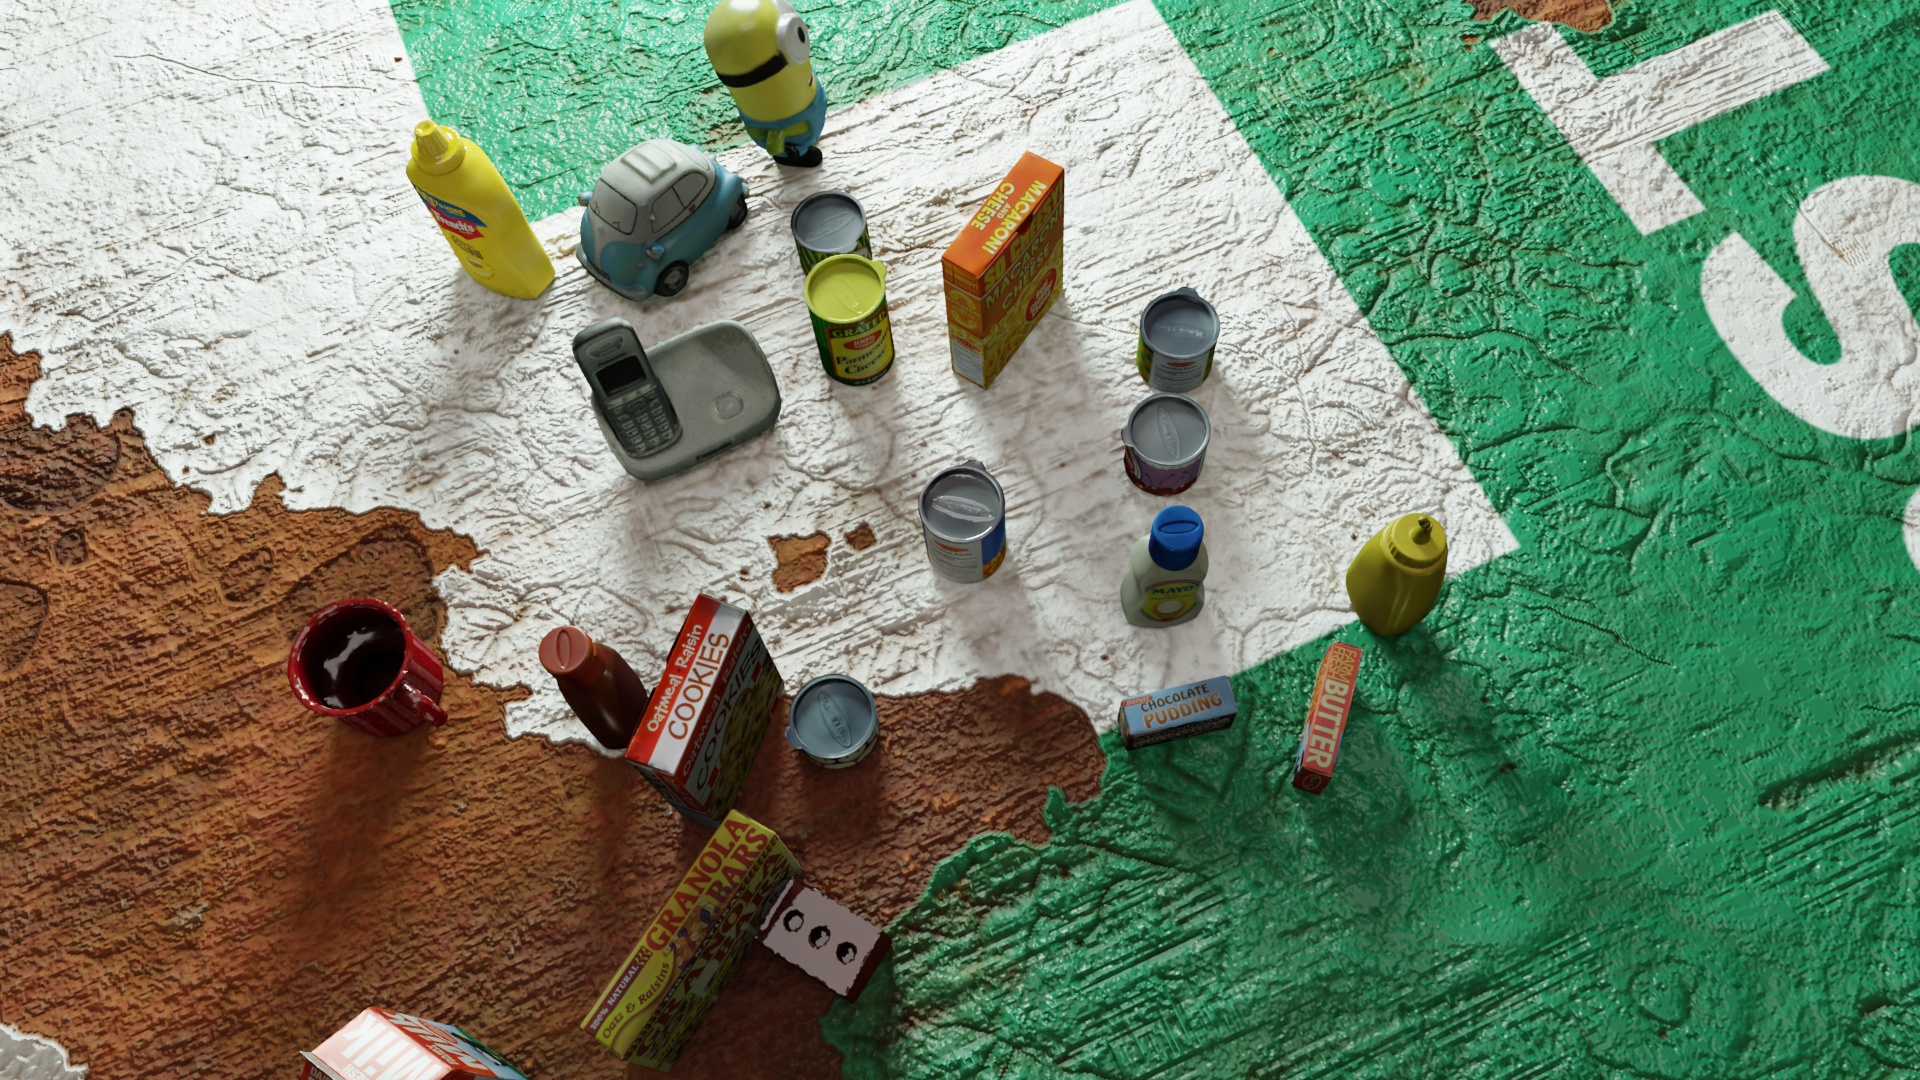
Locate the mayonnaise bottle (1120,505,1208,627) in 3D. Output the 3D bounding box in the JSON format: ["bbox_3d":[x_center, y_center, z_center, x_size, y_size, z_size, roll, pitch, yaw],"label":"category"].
[{"bbox_3d":[0.154,0.021,1.031,0.065,0.147,0.041,-6,66,0],"label":"mayonnaise bottle"}]

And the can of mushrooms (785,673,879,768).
[{"bbox_3d":[-0.097,0.138,1.052,0.071,0.033,0.071,-1,66,2],"label":"can of mushrooms"}]

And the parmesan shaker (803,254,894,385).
[{"bbox_3d":[-0.088,-0.183,1.160,0.071,0.102,0.071,-1,66,2],"label":"parmesan shaker"}]

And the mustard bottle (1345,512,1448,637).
[{"bbox_3d":[0.325,0.018,1.017,0.049,0.159,0.065,-27,67,-9],"label":"mustard bottle"}]

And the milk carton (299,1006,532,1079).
[{"bbox_3d":[-0.349,0.351,0.881,0.072,0.189,0.074,29,70,14],"label":"milk carton"}]

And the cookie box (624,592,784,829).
[{"bbox_3d":[-0.178,0.126,0.988,0.040,0.166,0.123,16,68,10],"label":"cookie box"}]

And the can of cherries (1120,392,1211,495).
[{"bbox_3d":[0.164,-0.077,1.124,0.071,0.058,0.072,-1,66,2],"label":"can of cherries"}]

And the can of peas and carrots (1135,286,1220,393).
[{"bbox_3d":[0.182,-0.167,1.164,0.071,0.058,0.071,-1,66,2],"label":"can of peas and carrots"}]

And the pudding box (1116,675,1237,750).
[{"bbox_3d":[0.161,0.129,1.035,0.084,0.049,0.030,-12,66,-3],"label":"pudding box"}]

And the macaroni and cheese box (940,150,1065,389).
[{"bbox_3d":[0.038,-0.217,1.135,0.040,0.165,0.124,31,71,15],"label":"macaroni and cheese box"}]

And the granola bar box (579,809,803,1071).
[{"bbox_3d":[-0.178,0.273,0.945,0.039,0.123,0.166,29,70,15],"label":"granola bar box"}]

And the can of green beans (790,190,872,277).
[{"bbox_3d":[-0.113,-0.264,1.223,0.071,0.057,0.071,-1,66,2],"label":"can of green beans"}]

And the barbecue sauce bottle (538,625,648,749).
[{"bbox_3d":[-0.266,0.104,1.013,0.044,0.148,0.065,-10,66,-1],"label":"barbecue sauce bottle"}]

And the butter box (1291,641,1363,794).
[{"bbox_3d":[0.271,0.131,1.027,0.024,0.053,0.104,16,67,10],"label":"butter box"}]

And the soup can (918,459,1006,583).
[{"bbox_3d":[0.004,-0.014,1.089,0.071,0.083,0.071,-1,66,2],"label":"soup can"}]
